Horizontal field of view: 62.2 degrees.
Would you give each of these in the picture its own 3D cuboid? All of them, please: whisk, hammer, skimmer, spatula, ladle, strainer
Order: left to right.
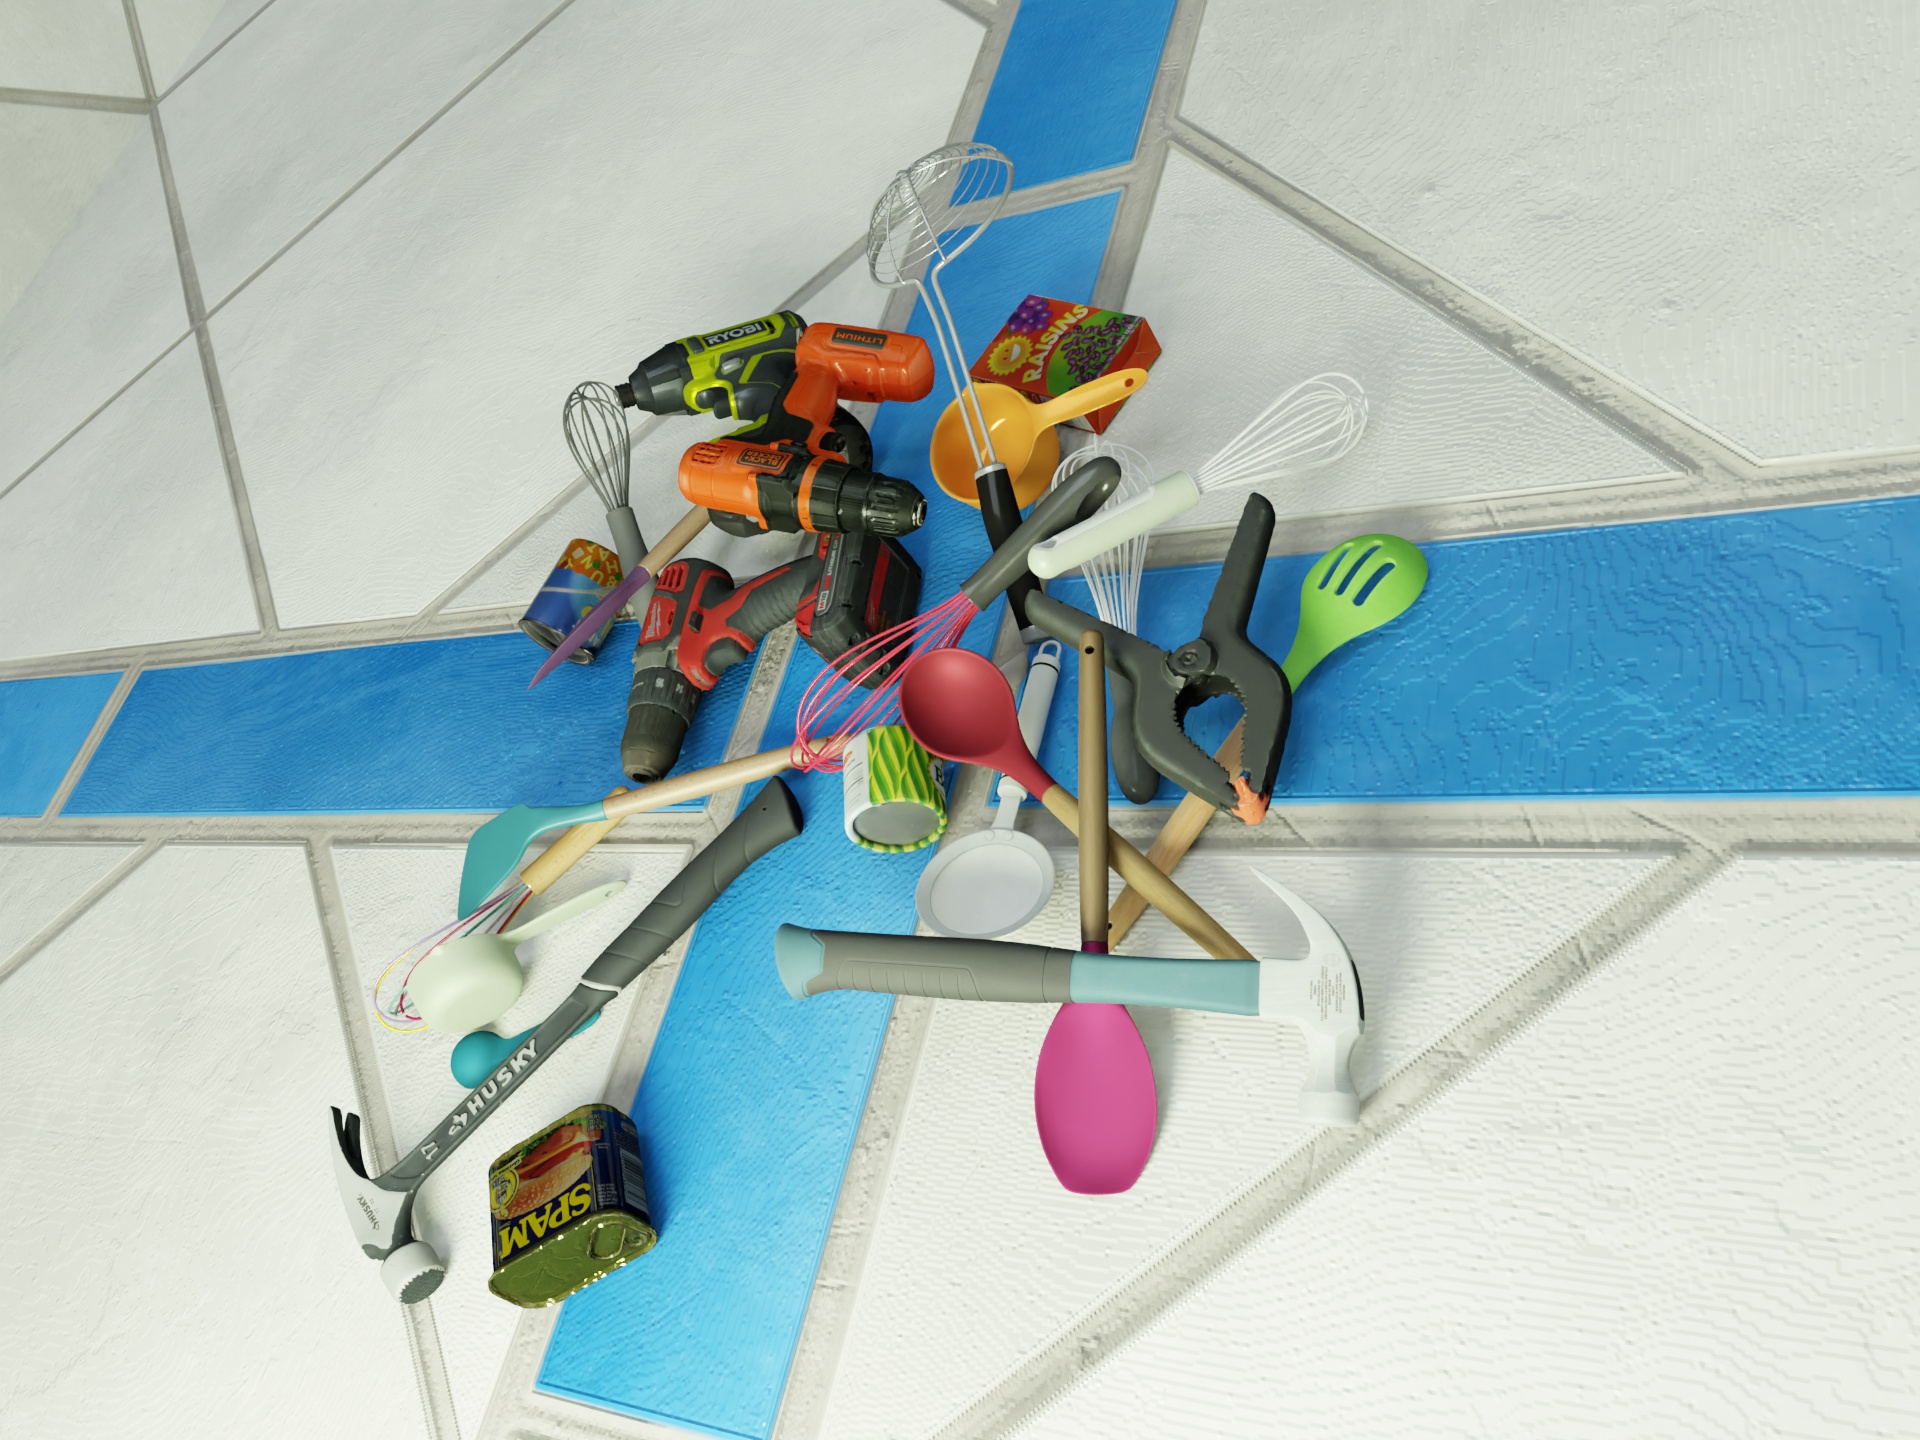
[{"bbox_3d":[-0.332,0.139,1.174,0.245,0.051,0.047,-43,66,-6],"label":"whisk"},{"bbox_3d":[-0.260,0.191,1.076,0.409,0.036,0.149,-45,57,-6],"label":"hammer"},{"bbox_3d":[-0.272,-0.167,1.286,0.055,0.055,0.239,-23,80,18],"label":"whisk"},{"bbox_3d":[-0.224,0.062,1.137,0.317,0.044,0.082,-16,45,8],"label":"spatula"},{"bbox_3d":[-0.233,-0.133,1.248,0.316,0.018,0.059,-53,7,-36],"label":"spatula"},{"bbox_3d":[-0.006,-0.067,1.046,0.296,0.073,0.073,-43,45,13],"label":"whisk"},{"bbox_3d":[0.020,-0.230,1.108,0.127,0.090,0.363,-20,84,33],"label":"skimmer"},{"bbox_3d":[0.033,0.050,0.991,0.087,0.050,0.259,1,53,22],"label":"strainer"},{"bbox_3d":[0.049,0.139,0.860,0.331,0.033,0.128,0,75,22],"label":"hammer"},{"bbox_3d":[0.071,0.057,0.934,0.069,0.031,0.316,-46,55,-3],"label":"ladle"},{"bbox_3d":[0.100,-0.071,1.026,0.070,0.070,0.285,-18,55,22],"label":"whisk"},{"bbox_3d":[0.152,-0.152,1.011,0.246,0.059,0.058,-27,27,-6],"label":"whisk"}]

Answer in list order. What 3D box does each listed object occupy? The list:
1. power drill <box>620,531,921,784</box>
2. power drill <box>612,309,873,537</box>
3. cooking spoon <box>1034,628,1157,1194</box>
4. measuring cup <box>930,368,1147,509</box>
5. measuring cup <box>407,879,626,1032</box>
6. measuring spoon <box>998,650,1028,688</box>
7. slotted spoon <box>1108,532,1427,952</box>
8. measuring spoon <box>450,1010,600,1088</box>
[{"bbox_3d":[-0.151,-0.051,1.162,0.227,0.080,0.188,-12,53,31],"label":"power drill"},{"bbox_3d":[-0.177,-0.246,1.289,0.171,0.080,0.223,-20,44,-14],"label":"power drill"},{"bbox_3d":[0.075,0.100,0.891,0.069,0.017,0.319,-6,71,21],"label":"cooking spoon"},{"bbox_3d":[0.063,-0.205,1.128,0.173,0.052,0.095,-18,71,27],"label":"measuring cup"},{"bbox_3d":[-0.306,0.166,1.124,0.167,0.083,0.038,-29,61,-9],"label":"measuring cup"},{"bbox_3d":[-0.002,-0.003,1.068,0.124,0.034,0.018,-38,90,12],"label":"measuring spoon"},{"bbox_3d":[0.172,0.008,0.938,0.070,0.031,0.314,30,79,40],"label":"slotted spoon"},{"bbox_3d":[-0.306,0.219,1.105,0.128,0.021,0.042,-24,49,19],"label":"measuring spoon"}]
